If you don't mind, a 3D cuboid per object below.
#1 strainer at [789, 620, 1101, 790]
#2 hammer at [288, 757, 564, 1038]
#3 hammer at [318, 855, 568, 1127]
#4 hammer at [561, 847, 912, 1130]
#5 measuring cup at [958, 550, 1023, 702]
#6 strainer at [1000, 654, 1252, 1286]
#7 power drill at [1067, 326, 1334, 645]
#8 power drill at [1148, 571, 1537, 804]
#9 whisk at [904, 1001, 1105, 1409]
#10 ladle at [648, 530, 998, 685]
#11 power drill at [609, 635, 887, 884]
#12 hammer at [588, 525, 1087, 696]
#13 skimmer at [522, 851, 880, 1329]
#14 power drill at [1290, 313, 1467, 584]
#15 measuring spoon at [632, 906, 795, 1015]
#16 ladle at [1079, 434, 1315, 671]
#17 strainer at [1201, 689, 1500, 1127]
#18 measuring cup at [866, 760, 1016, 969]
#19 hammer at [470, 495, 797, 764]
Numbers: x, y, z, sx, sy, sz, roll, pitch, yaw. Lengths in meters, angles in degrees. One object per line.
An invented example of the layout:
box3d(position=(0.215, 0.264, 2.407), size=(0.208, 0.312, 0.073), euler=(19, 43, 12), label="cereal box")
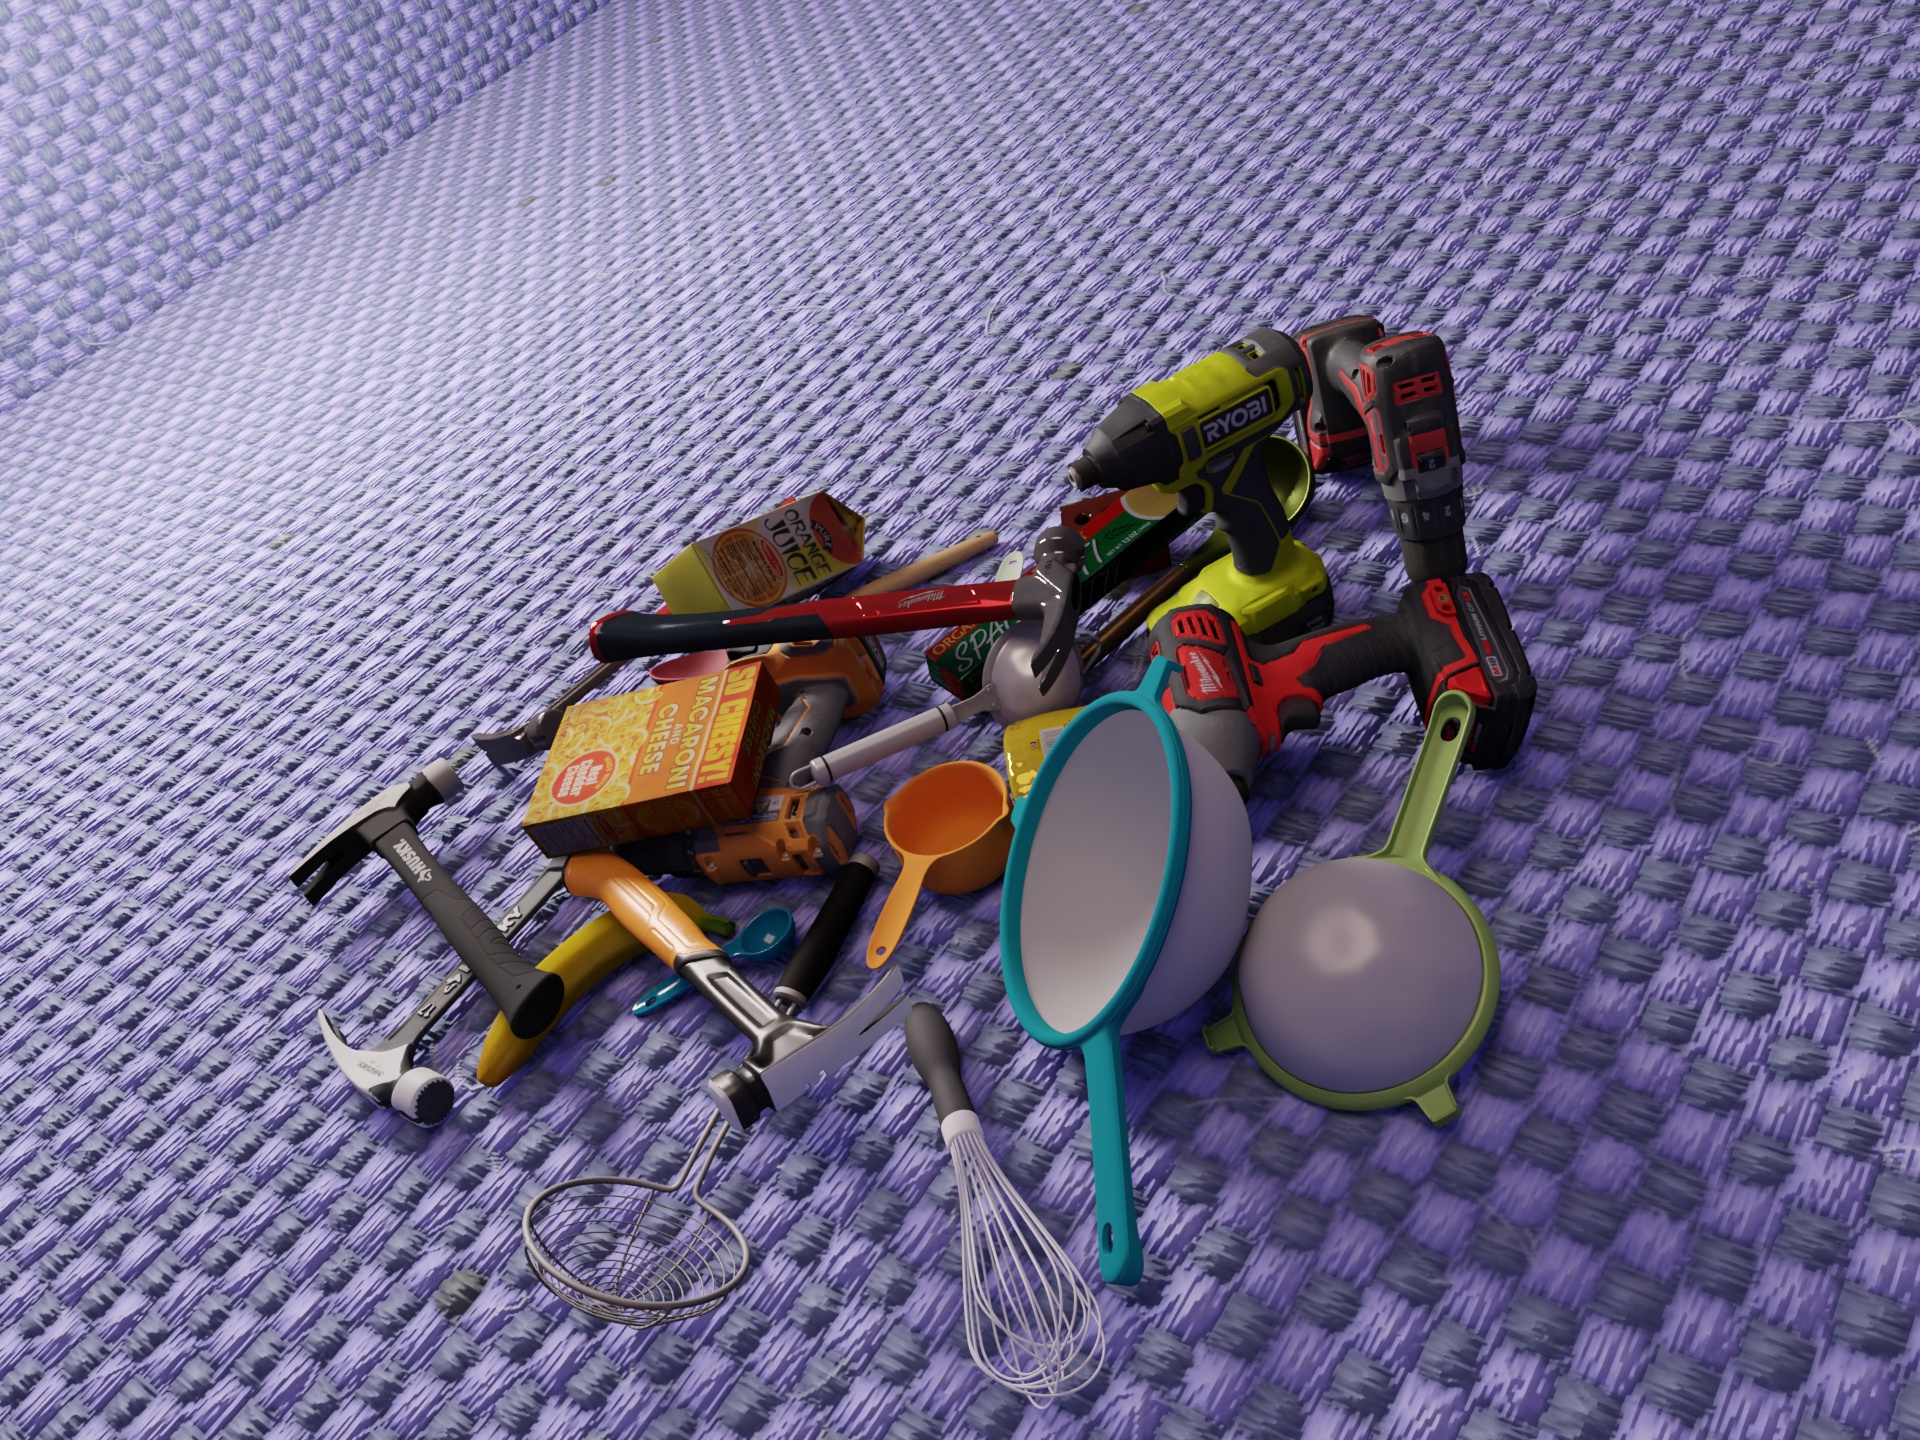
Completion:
box3d(position=(-0.002, -0.004, 1.122), size=(0.258, 0.086, 0.050), euler=(-23, 19, -16), label="strainer")
box3d(position=(-0.375, 0.137, 1.150), size=(0.146, 0.035, 0.335), euler=(-38, 40, -19), label="hammer")
box3d(position=(-0.307, 0.116, 1.194), size=(0.149, 0.036, 0.409), euler=(12, 50, 36), label="hammer")
box3d(position=(-0.168, 0.142, 1.019), size=(0.127, 0.034, 0.337), euler=(-31, 32, -24), label="hammer")
box3d(position=(0.034, -0.070, 1.241), size=(0.083, 0.038, 0.168), euler=(-6, 40, 19), label="measuring cup")
box3d(position=(0.110, 0.147, 0.899), size=(0.095, 0.211, 0.341), euler=(14, 53, -22), label="strainer")
box3d(position=(0.172, -0.139, 1.105), size=(0.171, 0.223, 0.080), euler=(-29, 39, -7), label="power drill")
box3d(position=(0.237, -0.016, 1.005), size=(0.219, 0.078, 0.143), euler=(-7, 52, 0), label="power drill")
box3d(position=(0.009, 0.251, 0.877), size=(0.070, 0.070, 0.285), euler=(-24, 35, -2), label="whisk")
box3d(position=(-0.111, -0.092, 1.341), size=(0.315, 0.031, 0.069), euler=(-25, 24, -6), label="ladle")
box3d(position=(-0.155, 0.026, 1.192), size=(0.185, 0.084, 0.226), euler=(-8, 46, 20), label="power drill")
box3d(position=(-0.103, -0.063, 1.161), size=(0.386, 0.038, 0.143), euler=(-5, 45, 20), label="hammer")
box3d(position=(-0.131, 0.202, 0.968), size=(0.127, 0.090, 0.363), euler=(18, 50, 13), label="skimmer")
box3d(position=(0.315, -0.203, 1.179), size=(0.080, 0.187, 0.227), euler=(-16, 21, 2), label="power drill")
box3d(position=(-0.165, 0.171, 1.083), size=(0.128, 0.021, 0.042), euler=(-31, 32, 4), label="measuring spoon")
box3d(position=(0.151, -0.105, 1.211), size=(0.320, 0.062, 0.078), euler=(-41, 56, -17), label="ladle")
box3d(position=(0.234, 0.086, 0.887), size=(0.151, 0.069, 0.256), euler=(12, 70, 36), label="strainer")
box3d(position=(-0.017, 0.106, 1.055), size=(0.095, 0.052, 0.174), euler=(2, 48, 29), label="measuring cup")
box3d(position=(-0.260, -0.083, 1.377), size=(0.359, 0.036, 0.149), euler=(-45, 21, -32), label="hammer")
